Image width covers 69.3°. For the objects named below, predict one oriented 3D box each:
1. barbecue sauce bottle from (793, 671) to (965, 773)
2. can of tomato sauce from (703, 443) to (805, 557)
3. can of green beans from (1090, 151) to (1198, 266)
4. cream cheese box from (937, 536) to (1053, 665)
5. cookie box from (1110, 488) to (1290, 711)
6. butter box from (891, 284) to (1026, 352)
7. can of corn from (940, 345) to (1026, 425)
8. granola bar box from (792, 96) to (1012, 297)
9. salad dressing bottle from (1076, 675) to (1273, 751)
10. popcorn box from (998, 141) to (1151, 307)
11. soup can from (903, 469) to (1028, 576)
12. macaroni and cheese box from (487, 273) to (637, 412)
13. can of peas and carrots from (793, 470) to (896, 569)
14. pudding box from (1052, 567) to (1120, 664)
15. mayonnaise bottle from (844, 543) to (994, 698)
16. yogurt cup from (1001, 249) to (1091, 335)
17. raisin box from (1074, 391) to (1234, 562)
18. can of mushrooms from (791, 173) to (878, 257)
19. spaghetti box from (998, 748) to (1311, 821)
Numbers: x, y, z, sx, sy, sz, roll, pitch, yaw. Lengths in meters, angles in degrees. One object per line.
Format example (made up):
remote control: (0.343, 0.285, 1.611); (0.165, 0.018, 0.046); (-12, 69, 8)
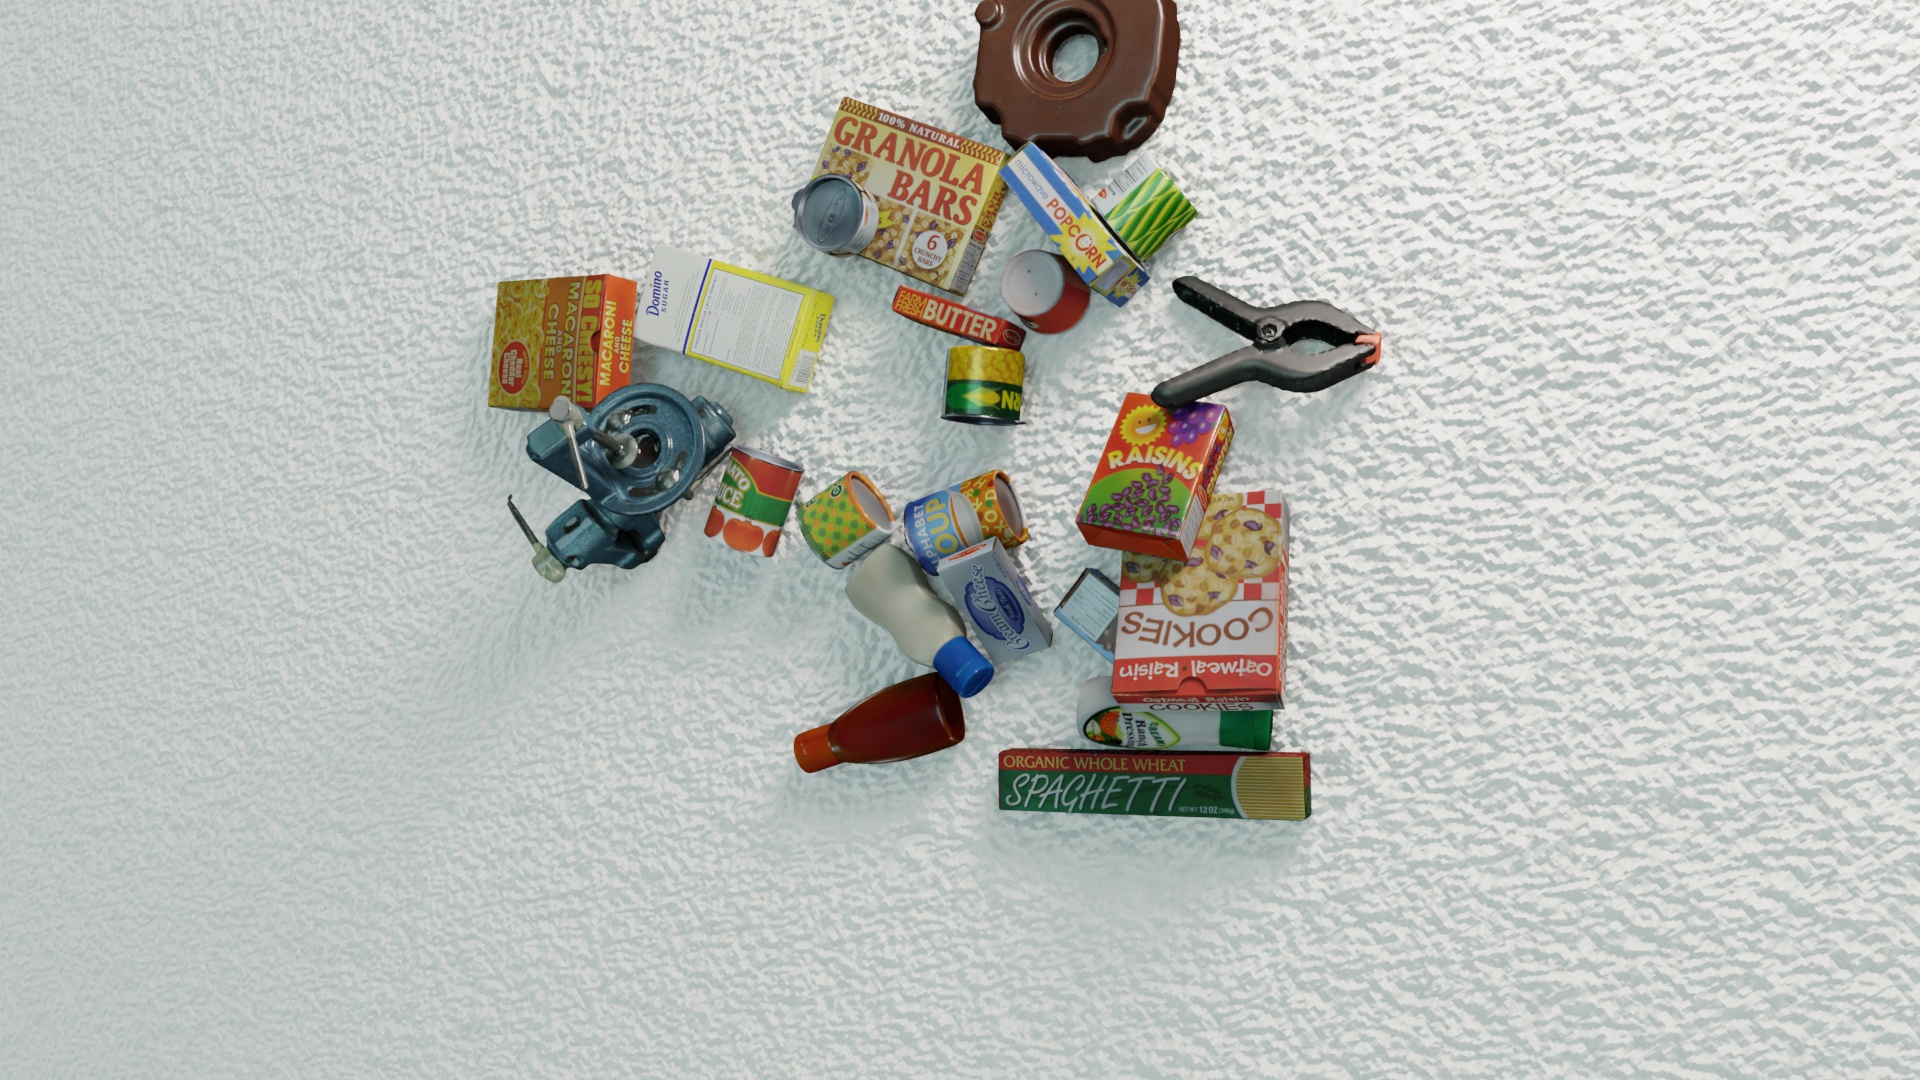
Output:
barbecue sauce bottle: (-0.071, 0.161, 1.180); (0.148, 0.043, 0.065); (-20, 71, 21)
can of tomato sauce: (-0.183, -0.035, 1.221); (0.071, 0.071, 0.083); (23, 97, 22)
can of green beans: (0.146, -0.264, 1.098); (0.057, 0.071, 0.071); (-40, 74, 16)
cream cheese box: (0.028, 0.050, 1.126); (0.053, 0.024, 0.103); (-22, 115, 21)
cookie box: (0.182, 0.045, 1.045); (0.123, 0.040, 0.168); (-4, 59, 22)
butter box: (-0.002, -0.184, 1.162); (0.103, 0.053, 0.024); (22, 95, 22)
can of corn: (0.021, -0.127, 1.143); (0.071, 0.071, 0.058); (4, 89, 23)
granola bar box: (-0.048, -0.296, 1.194); (0.166, 0.039, 0.124); (26, 98, 22)
salad dressing bottle: (0.166, 0.137, 1.078); (0.148, 0.044, 0.064); (3, 133, 16)
popcorn box: (0.092, -0.252, 1.109); (0.038, 0.085, 0.127); (-40, 74, 15)
soup can: (0.004, -0.014, 1.142); (0.083, 0.071, 0.071); (-21, 80, 20)
macaroni and cheese box: (-0.375, -0.182, 1.302); (0.166, 0.040, 0.123); (5, 90, 38)
can of peas and carrots: (-0.098, -0.020, 1.186); (0.058, 0.071, 0.071); (-34, 76, 17)
pudding box: (0.122, 0.066, 1.112); (0.084, 0.030, 0.049); (40, 101, 19)
mayonnaise bottle: (-0.031, 0.069, 1.154); (0.064, 0.041, 0.148); (-49, 61, 8)
yogurt cup: (0.067, -0.205, 1.134); (0.072, 0.054, 0.072); (-1, 88, 22)
raisin box: (0.150, -0.051, 1.069); (0.086, 0.040, 0.124); (10, 64, 29)
can of mushrooms: (-0.106, -0.276, 1.177); (0.071, 0.033, 0.071); (0, 89, 23)
spaghetti box: (0.148, 0.191, 1.096); (0.250, 0.029, 0.050); (-3, 86, 22)
